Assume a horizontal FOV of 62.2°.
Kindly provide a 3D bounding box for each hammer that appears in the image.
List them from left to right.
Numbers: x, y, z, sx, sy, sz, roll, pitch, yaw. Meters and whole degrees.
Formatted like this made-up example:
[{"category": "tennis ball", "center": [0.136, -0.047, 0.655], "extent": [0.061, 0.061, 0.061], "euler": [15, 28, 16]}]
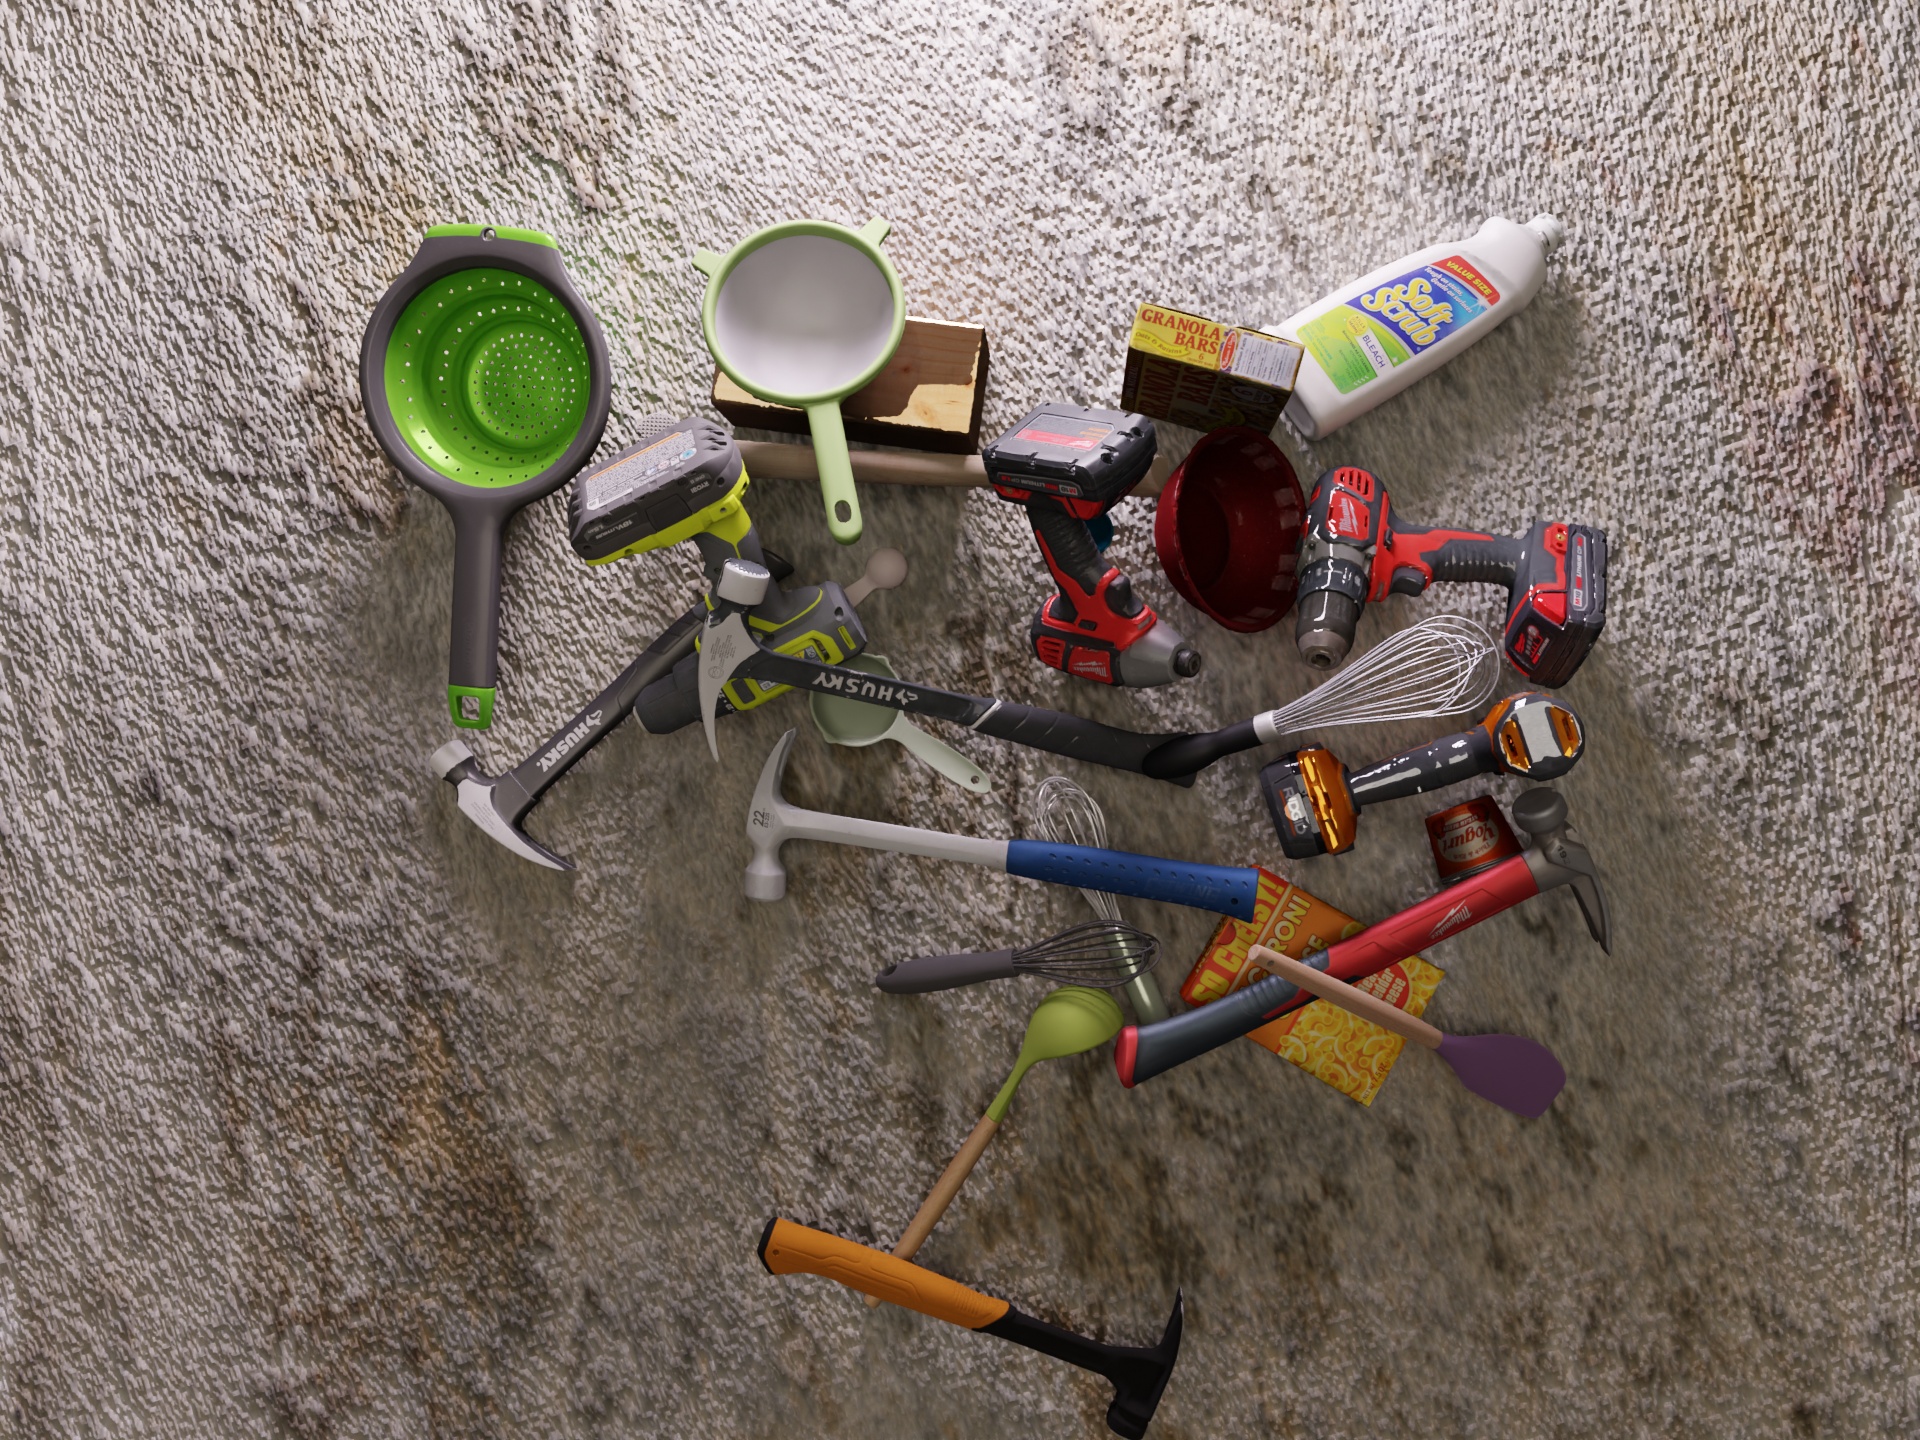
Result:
[{"category": "hammer", "center": [-0.268, -0.021, 1.307], "extent": [0.335, 0.035, 0.146], "euler": [-42, 85, 1]}, {"category": "hammer", "center": [-0.042, -0.199, 1.264], "extent": [0.410, 0.146, 0.038], "euler": [2, 86, -3]}, {"category": "hammer", "center": [-0.002, -0.004, 1.216], "extent": [0.408, 0.036, 0.149], "euler": [13, 108, -17]}, {"category": "hammer", "center": [0.005, 0.453, 1.245], "extent": [0.337, 0.034, 0.127], "euler": [19, 105, 2]}, {"category": "hammer", "center": [0.027, 0.099, 1.239], "extent": [0.405, 0.035, 0.144], "euler": [8, 103, 12]}, {"category": "hammer", "center": [0.299, 0.195, 1.206], "extent": [0.386, 0.038, 0.143], "euler": [-27, 110, 6]}]

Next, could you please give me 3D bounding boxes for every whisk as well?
[{"category": "whisk", "center": [0.042, 0.193, 1.249], "extent": [0.239, 0.055, 0.055], "euler": [-11, 87, 20]}, {"category": "whisk", "center": [0.120, 0.159, 1.271], "extent": [0.059, 0.058, 0.246], "euler": [-24, 89, 37]}, {"category": "whisk", "center": [0.256, -0.004, 1.167], "extent": [0.284, 0.070, 0.070], "euler": [-22, 86, 32]}]

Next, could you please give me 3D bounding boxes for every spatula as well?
[{"category": "spatula", "center": [0.340, 0.229, 1.195], "extent": [0.315, 0.018, 0.059], "euler": [26, 102, -22]}]

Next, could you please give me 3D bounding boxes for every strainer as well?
[{"category": "strainer", "center": [-0.104, -0.244, 1.185], "extent": [0.151, 0.069, 0.256], "euler": [-11, 77, -2]}]

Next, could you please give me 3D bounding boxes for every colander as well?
[{"category": "colander", "center": [-0.377, -0.194, 1.299], "extent": [0.204, 0.094, 0.397], "euler": [6, 98, 5]}]

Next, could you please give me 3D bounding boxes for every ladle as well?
[{"category": "ladle", "center": [0.022, 0.343, 1.263], "extent": [0.062, 0.078, 0.320], "euler": [32, 97, -6]}]

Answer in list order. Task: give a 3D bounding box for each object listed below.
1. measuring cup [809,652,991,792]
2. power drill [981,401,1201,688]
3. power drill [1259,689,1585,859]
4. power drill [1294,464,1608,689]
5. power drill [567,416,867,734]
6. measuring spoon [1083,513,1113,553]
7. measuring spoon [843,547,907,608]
[{"category": "measuring cup", "center": [-0.045, 0.009, 1.289], "extent": [0.167, 0.038, 0.083], "euler": [34, 90, 3]}, {"category": "power drill", "center": [0.104, -0.119, 1.191], "extent": [0.143, 0.219, 0.078], "euler": [18, 49, 39]}, {"category": "power drill", "center": [0.352, 0.035, 1.213], "extent": [0.226, 0.164, 0.084], "euler": [-18, 87, 15]}, {"category": "power drill", "center": [0.364, -0.095, 1.210], "extent": [0.226, 0.080, 0.188], "euler": [15, 54, 5]}, {"category": "power drill", "center": [-0.200, -0.096, 1.207], "extent": [0.190, 0.080, 0.228], "euler": [-26, 130, 4]}, {"category": "measuring spoon", "center": [0.100, -0.193, 1.301], "extent": [0.042, 0.021, 0.129], "euler": [-6, 78, 6]}, {"category": "measuring spoon", "center": [-0.096, -0.098, 1.306], "extent": [0.124, 0.018, 0.034], "euler": [-39, 86, 2]}]
